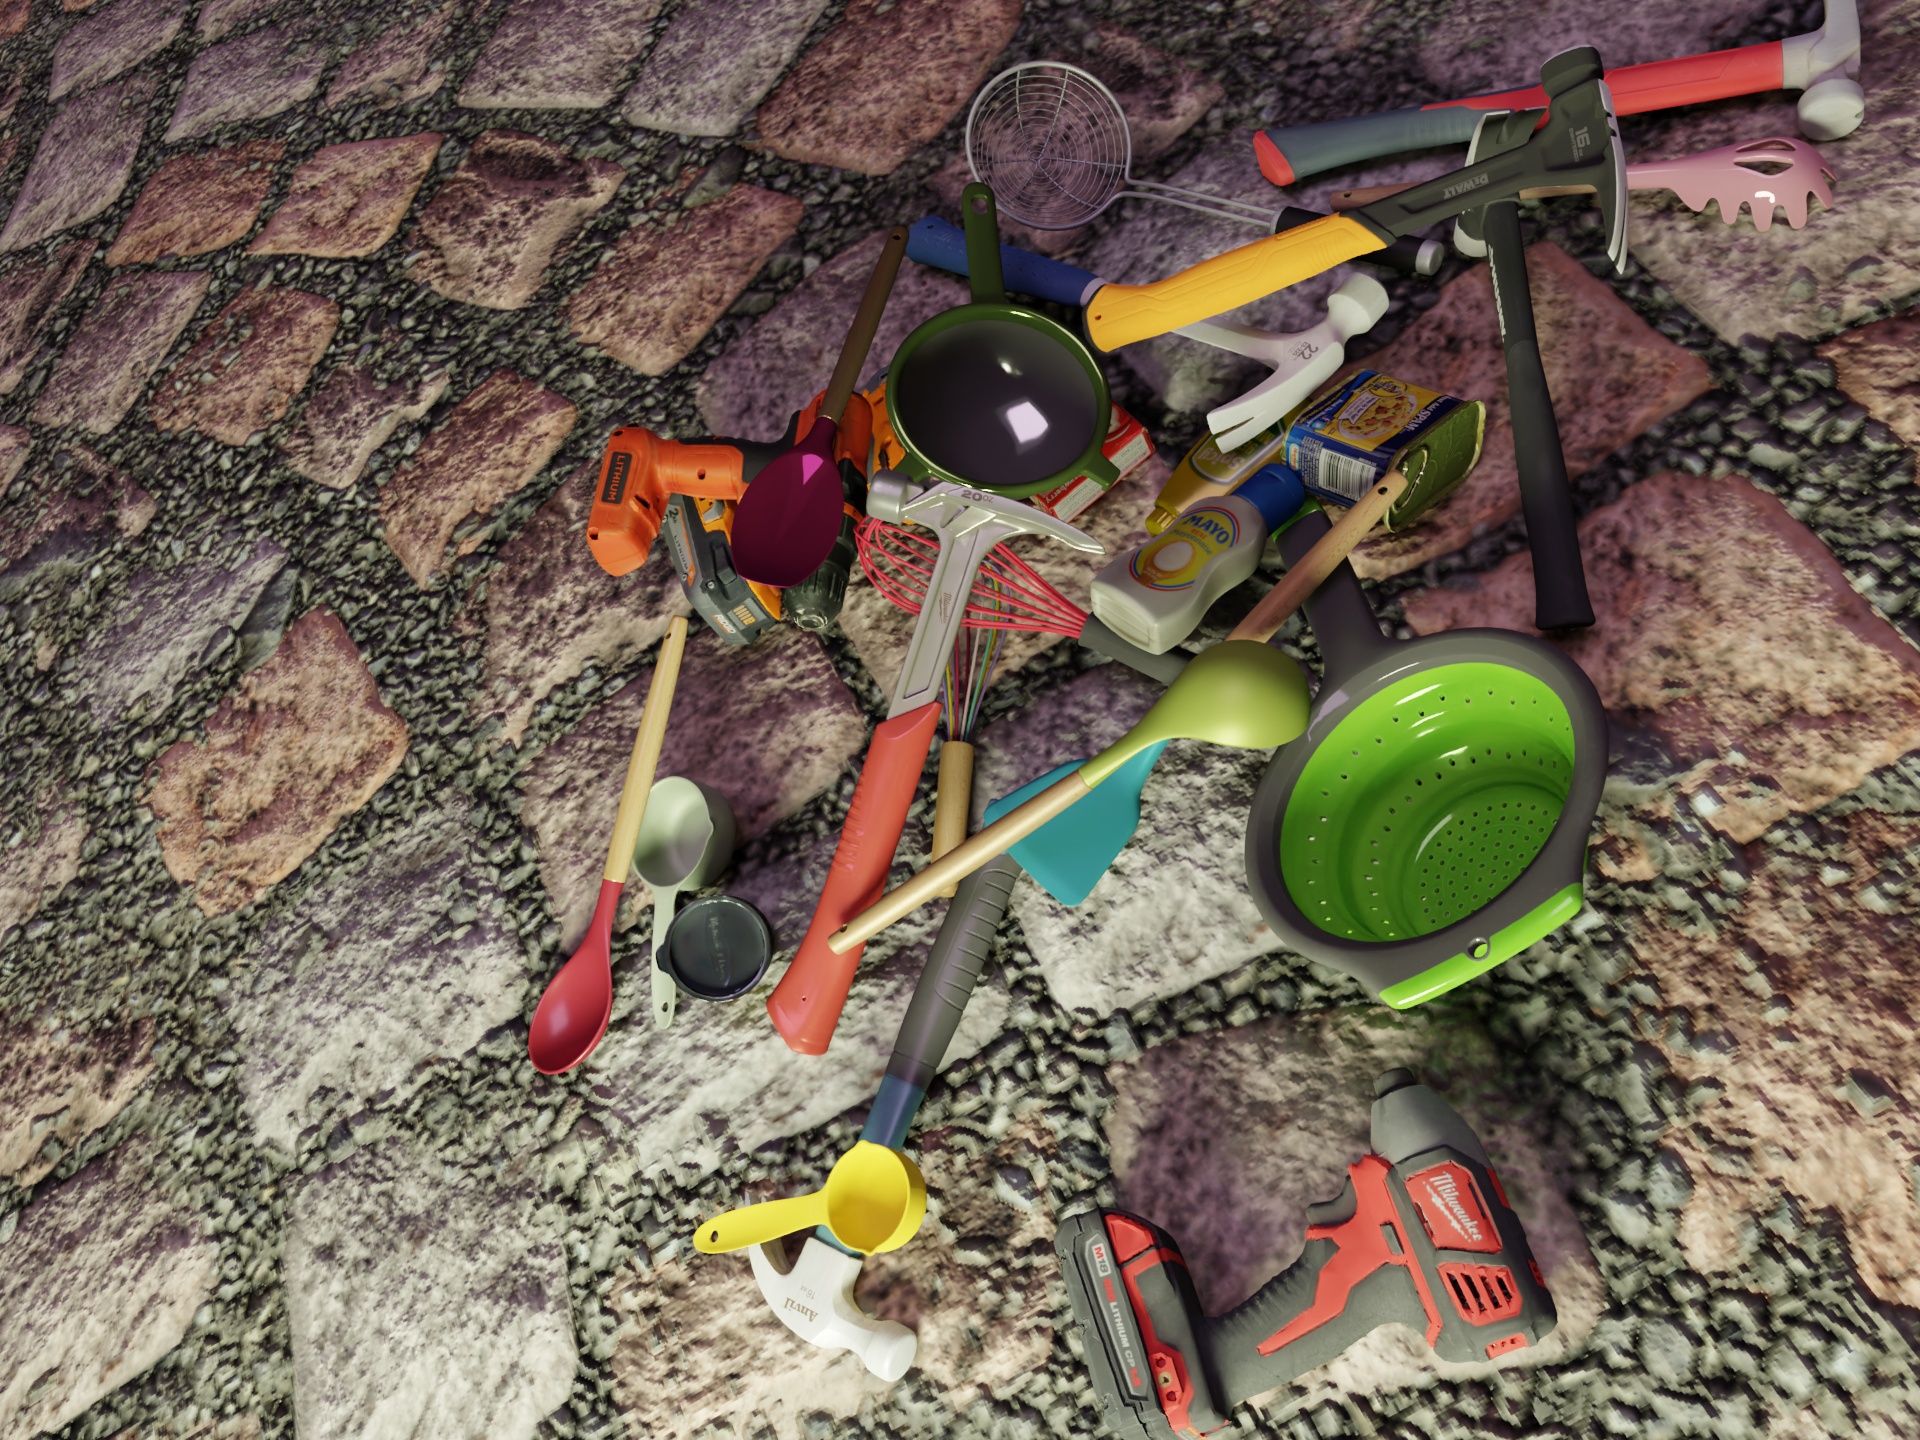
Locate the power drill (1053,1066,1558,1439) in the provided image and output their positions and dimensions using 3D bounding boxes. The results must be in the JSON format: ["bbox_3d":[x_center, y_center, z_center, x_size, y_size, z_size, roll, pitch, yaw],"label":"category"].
[{"bbox_3d":[0.168,0.270,0.801,0.219,0.078,0.143,-22,57,9],"label":"power drill"}]

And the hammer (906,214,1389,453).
[{"bbox_3d":[0.097,-0.298,1.129,0.144,0.035,0.406,-48,48,-12],"label":"hammer"}]

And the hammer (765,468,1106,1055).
[{"bbox_3d":[-0.033,0.034,0.974,0.149,0.036,0.359,18,92,9],"label":"hammer"}]

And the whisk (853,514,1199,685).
[{"bbox_3d":[0.062,-0.066,1.005,0.296,0.073,0.073,25,75,14],"label":"whisk"}]

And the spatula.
[{"bbox_3d":[0.148,-0.027,0.940,0.317,0.044,0.082,-48,69,10],"label":"spatula"}]

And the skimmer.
[{"bbox_3d":[0.168,-0.386,1.139,0.363,0.090,0.127,26,87,32],"label":"skimmer"}]

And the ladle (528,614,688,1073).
[{"bbox_3d":[-0.228,0.082,1.068,0.069,0.031,0.315,10,84,38],"label":"ladle"}]

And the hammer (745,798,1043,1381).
[{"bbox_3d":[-0.026,0.202,0.943,0.128,0.033,0.331,15,74,30],"label":"hammer"}]

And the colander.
[{"bbox_3d":[0.254,0.006,0.901,0.204,0.094,0.398,-36,35,23],"label":"colander"}]

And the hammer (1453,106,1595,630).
[{"bbox_3d":[0.341,-0.209,0.957,0.035,0.146,0.335,-4,70,8],"label":"hammer"}]

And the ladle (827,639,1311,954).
[{"bbox_3d":[0.058,0.055,0.919,0.320,0.062,0.078,-35,33,15],"label":"ladle"}]

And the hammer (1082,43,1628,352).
[{"bbox_3d":[0.225,-0.283,0.965,0.337,0.034,0.127,-13,77,32],"label":"hammer"}]

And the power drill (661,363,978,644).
[{"bbox_3d":[-0.092,-0.147,1.142,0.226,0.084,0.164,-27,57,5],"label":"power drill"}]

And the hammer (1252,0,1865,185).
[{"bbox_3d":[0.396,-0.434,1.094,0.386,0.038,0.143,-1,62,24],"label":"hammer"}]

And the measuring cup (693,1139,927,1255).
[{"bbox_3d":[-0.085,0.282,0.904,0.156,0.029,0.062,-22,59,27],"label":"measuring cup"}]

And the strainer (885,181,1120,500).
[{"bbox_3d":[0.019,-0.251,1.095,0.151,0.069,0.257,-2,66,-7],"label":"strainer"}]

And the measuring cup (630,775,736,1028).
[{"bbox_3d":[-0.186,0.122,1.070,0.083,0.038,0.168,-7,77,34],"label":"measuring cup"}]

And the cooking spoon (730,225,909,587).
[{"bbox_3d":[-0.082,-0.217,1.065,0.069,0.017,0.319,13,61,7],"label":"cooking spoon"}]

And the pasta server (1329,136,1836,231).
[{"bbox_3d":[0.402,-0.352,1.057,0.316,0.040,0.060,6,67,32],"label":"pasta server"}]

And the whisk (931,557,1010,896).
[{"bbox_3d":[-0.004,-0.004,1.046,0.051,0.047,0.245,-4,65,21],"label":"whisk"}]
